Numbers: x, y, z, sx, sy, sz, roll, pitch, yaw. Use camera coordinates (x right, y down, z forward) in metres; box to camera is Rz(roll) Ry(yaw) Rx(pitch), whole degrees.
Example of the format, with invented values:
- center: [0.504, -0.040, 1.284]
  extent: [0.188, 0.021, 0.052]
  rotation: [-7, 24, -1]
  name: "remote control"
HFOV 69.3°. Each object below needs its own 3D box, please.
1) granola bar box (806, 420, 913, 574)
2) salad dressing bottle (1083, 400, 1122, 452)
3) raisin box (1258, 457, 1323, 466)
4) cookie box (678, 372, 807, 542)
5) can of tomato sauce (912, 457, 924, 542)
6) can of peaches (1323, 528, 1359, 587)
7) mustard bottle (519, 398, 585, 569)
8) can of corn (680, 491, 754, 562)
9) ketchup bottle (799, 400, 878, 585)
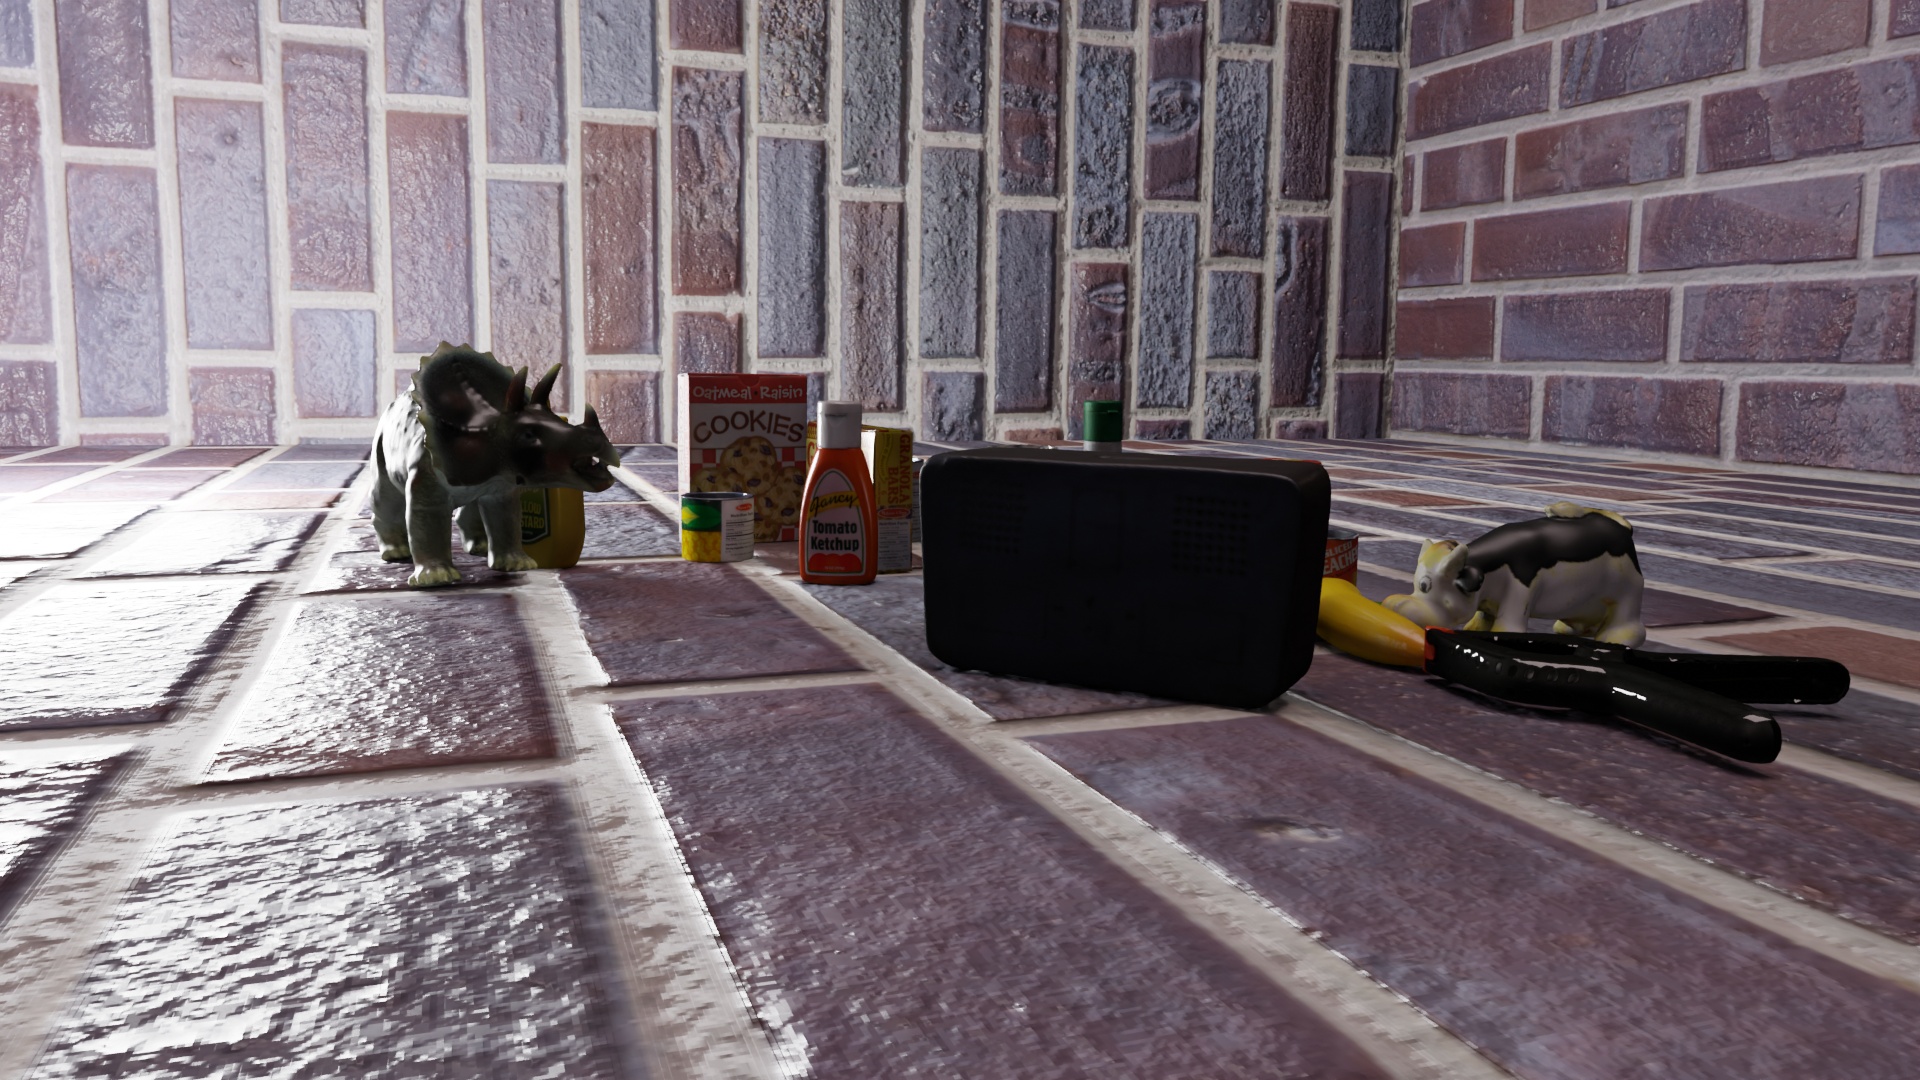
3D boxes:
- center: [-0.094, -0.042, 1.253]
  extent: [0.039, 0.124, 0.165]
  rotation: [-3, 8, -27]
  name: "granola bar box"
- center: [0.133, -0.058, 1.308]
  extent: [0.064, 0.147, 0.044]
  rotation: [-2, 7, -24]
  name: "salad dressing bottle"
- center: [0.191, 0.011, 0.884]
  extent: [0.086, 0.123, 0.040]
  rotation: [-6, 10, -43]
  name: "raisin box"
- center: [-0.214, -0.082, 1.371]
  extent: [0.123, 0.167, 0.040]
  rotation: [-3, 8, -28]
  name: "cookie box"
- center: [-0.072, -0.042, 1.409]
  extent: [0.071, 0.083, 0.071]
  rotation: [1, 7, 0]
  name: "can of tomato sauce"
- center: [0.269, 0.022, 1.056]
  extent: [0.071, 0.058, 0.071]
  rotation: [1, 7, 0]
  name: "can of peaches"
- center: [-0.358, -0.057, 1.192]
  extent: [0.065, 0.160, 0.049]
  rotation: [4, 7, 22]
  name: "mustard bottle"
- center: [-0.223, -0.013, 1.266]
  extent: [0.071, 0.058, 0.071]
  rotation: [1, 7, 0]
  name: "can of corn"
- center: [-0.099, -0.039, 1.135]
  extent: [0.065, 0.148, 0.043]
  rotation: [2, 7, 6]
  name: "ketchup bottle"
